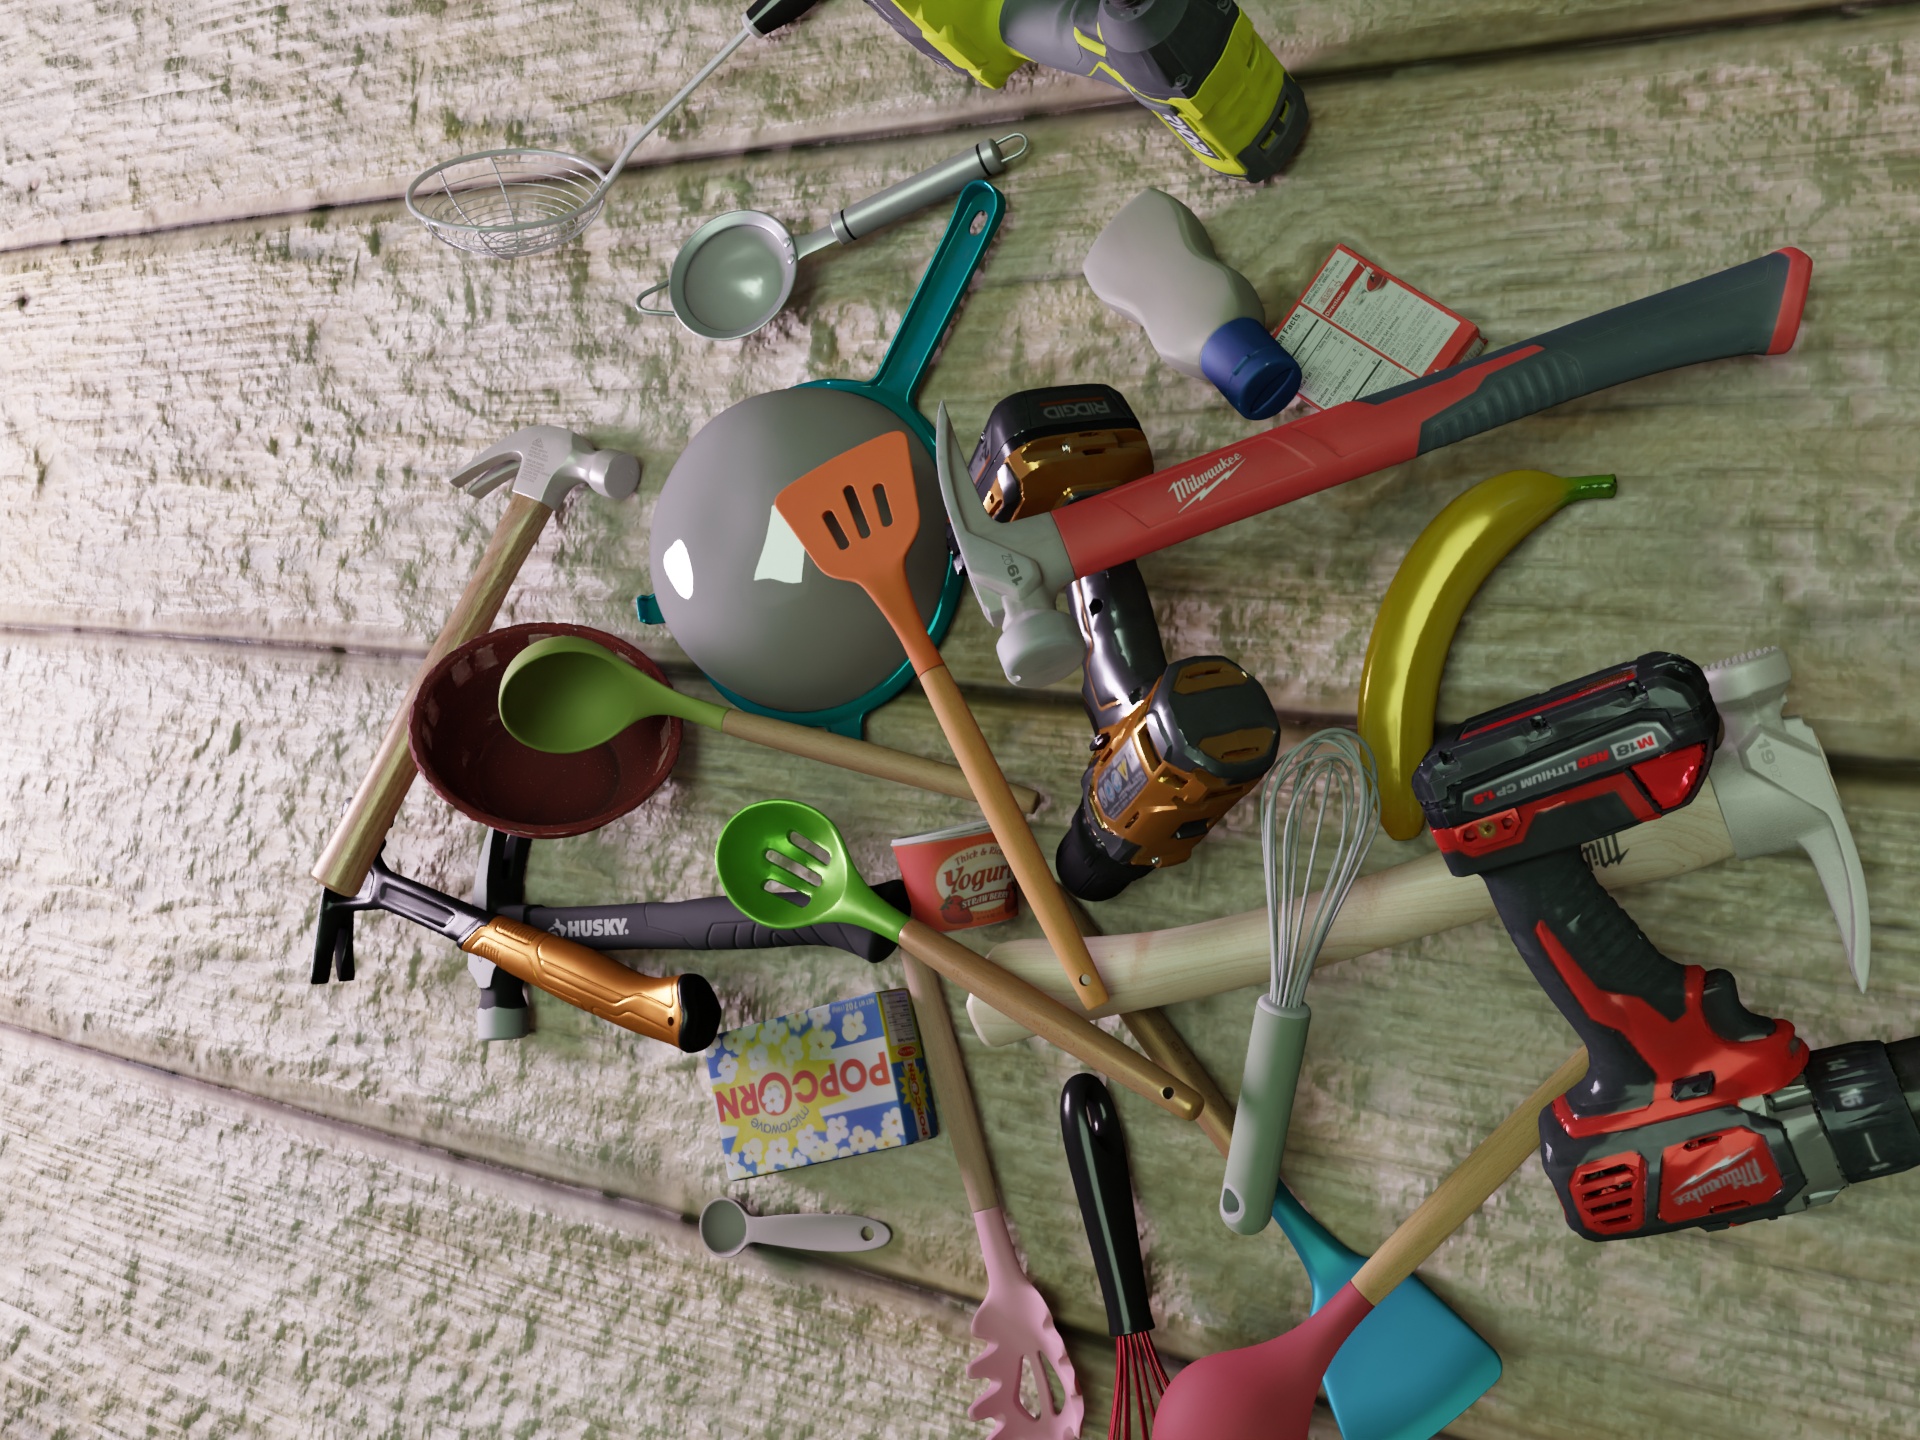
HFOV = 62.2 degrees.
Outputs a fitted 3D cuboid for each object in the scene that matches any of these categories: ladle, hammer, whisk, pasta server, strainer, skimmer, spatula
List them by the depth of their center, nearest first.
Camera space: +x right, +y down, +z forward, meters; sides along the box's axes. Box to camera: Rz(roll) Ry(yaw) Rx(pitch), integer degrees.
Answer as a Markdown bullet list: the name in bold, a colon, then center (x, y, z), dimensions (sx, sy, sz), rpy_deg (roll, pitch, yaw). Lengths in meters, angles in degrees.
- **hammer**: center (0.181, -0.141, 0.709), dimensions (0.386, 0.038, 0.143), rpy_deg (-20, 63, 1)
- **ladle**: center (0.200, 0.240, 0.715), dimensions (0.315, 0.031, 0.069), rpy_deg (-46, 60, 2)
- **whisk**: center (0.149, 0.122, 0.722), dimensions (0.058, 0.059, 0.246), rpy_deg (31, 117, 59)
- **hammer**: center (0.191, 0.100, 0.744), dimensions (0.410, 0.038, 0.146), rpy_deg (-20, 87, 24)
- **spatula**: center (0.131, 0.202, 0.784), dimensions (0.082, 0.044, 0.318), rpy_deg (-41, 66, 9)
- **whisk**: center (0.089, 0.324, 0.789), dimensions (0.073, 0.073, 0.296), rpy_deg (-19, 71, 26)
- **spatula**: center (-0.001, -0.003, 0.809), dimensions (0.081, 0.041, 0.323), rpy_deg (-27, 79, 6)
- **pasta server**: center (0.004, 0.236, 0.856), dimensions (0.060, 0.040, 0.316), rpy_deg (-21, 74, 17)
- **ladle**: center (-0.112, 0.014, 0.891), dimensions (0.320, 0.062, 0.078), rpy_deg (14, 133, 16)
- **strainer**: center (-0.078, -0.159, 0.906), dimensions (0.211, 0.095, 0.340), rpy_deg (34, 103, 27)
- **strainer**: center (-0.075, -0.289, 0.950), dimensions (0.258, 0.050, 0.087), rpy_deg (-19, 72, 21)
- **hammer**: center (-0.173, 0.118, 0.957), dimensions (0.335, 0.035, 0.146), rpy_deg (-7, 82, 32)
- **hammer**: center (-0.282, 0.146, 0.984), dimensions (0.337, 0.034, 0.127), rpy_deg (14, 93, 32)
- **skimmer**: center (-0.194, -0.417, 0.999), dimensions (0.363, 0.090, 0.127), rpy_deg (-35, 38, 19)
- **hammer**: center (-0.331, -0.043, 1.033), dimensions (0.130, 0.031, 0.331), rpy_deg (21, 81, 31)

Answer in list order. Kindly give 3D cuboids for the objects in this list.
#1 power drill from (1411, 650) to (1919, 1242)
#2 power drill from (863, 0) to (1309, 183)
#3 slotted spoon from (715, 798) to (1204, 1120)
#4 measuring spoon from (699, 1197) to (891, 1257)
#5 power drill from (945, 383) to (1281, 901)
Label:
- **power drill**: center (0.299, 0.089, 0.635), dimensions (0.188, 0.080, 0.227), rpy_deg (-23, 91, 25)
- **power drill**: center (0.055, -0.362, 0.811), dimensions (0.223, 0.171, 0.080), rpy_deg (35, 102, 30)
- **slotted spoon**: center (-0.009, 0.121, 0.810), dimensions (0.314, 0.031, 0.070), rpy_deg (26, 86, 34)
- **measuring spoon**: center (-0.094, 0.295, 0.921), dimensions (0.124, 0.018, 0.034), rpy_deg (-5, 81, 22)
- **power drill**: center (0.065, -0.030, 0.801), dimensions (0.185, 0.084, 0.226), rpy_deg (119, 136, -57)
